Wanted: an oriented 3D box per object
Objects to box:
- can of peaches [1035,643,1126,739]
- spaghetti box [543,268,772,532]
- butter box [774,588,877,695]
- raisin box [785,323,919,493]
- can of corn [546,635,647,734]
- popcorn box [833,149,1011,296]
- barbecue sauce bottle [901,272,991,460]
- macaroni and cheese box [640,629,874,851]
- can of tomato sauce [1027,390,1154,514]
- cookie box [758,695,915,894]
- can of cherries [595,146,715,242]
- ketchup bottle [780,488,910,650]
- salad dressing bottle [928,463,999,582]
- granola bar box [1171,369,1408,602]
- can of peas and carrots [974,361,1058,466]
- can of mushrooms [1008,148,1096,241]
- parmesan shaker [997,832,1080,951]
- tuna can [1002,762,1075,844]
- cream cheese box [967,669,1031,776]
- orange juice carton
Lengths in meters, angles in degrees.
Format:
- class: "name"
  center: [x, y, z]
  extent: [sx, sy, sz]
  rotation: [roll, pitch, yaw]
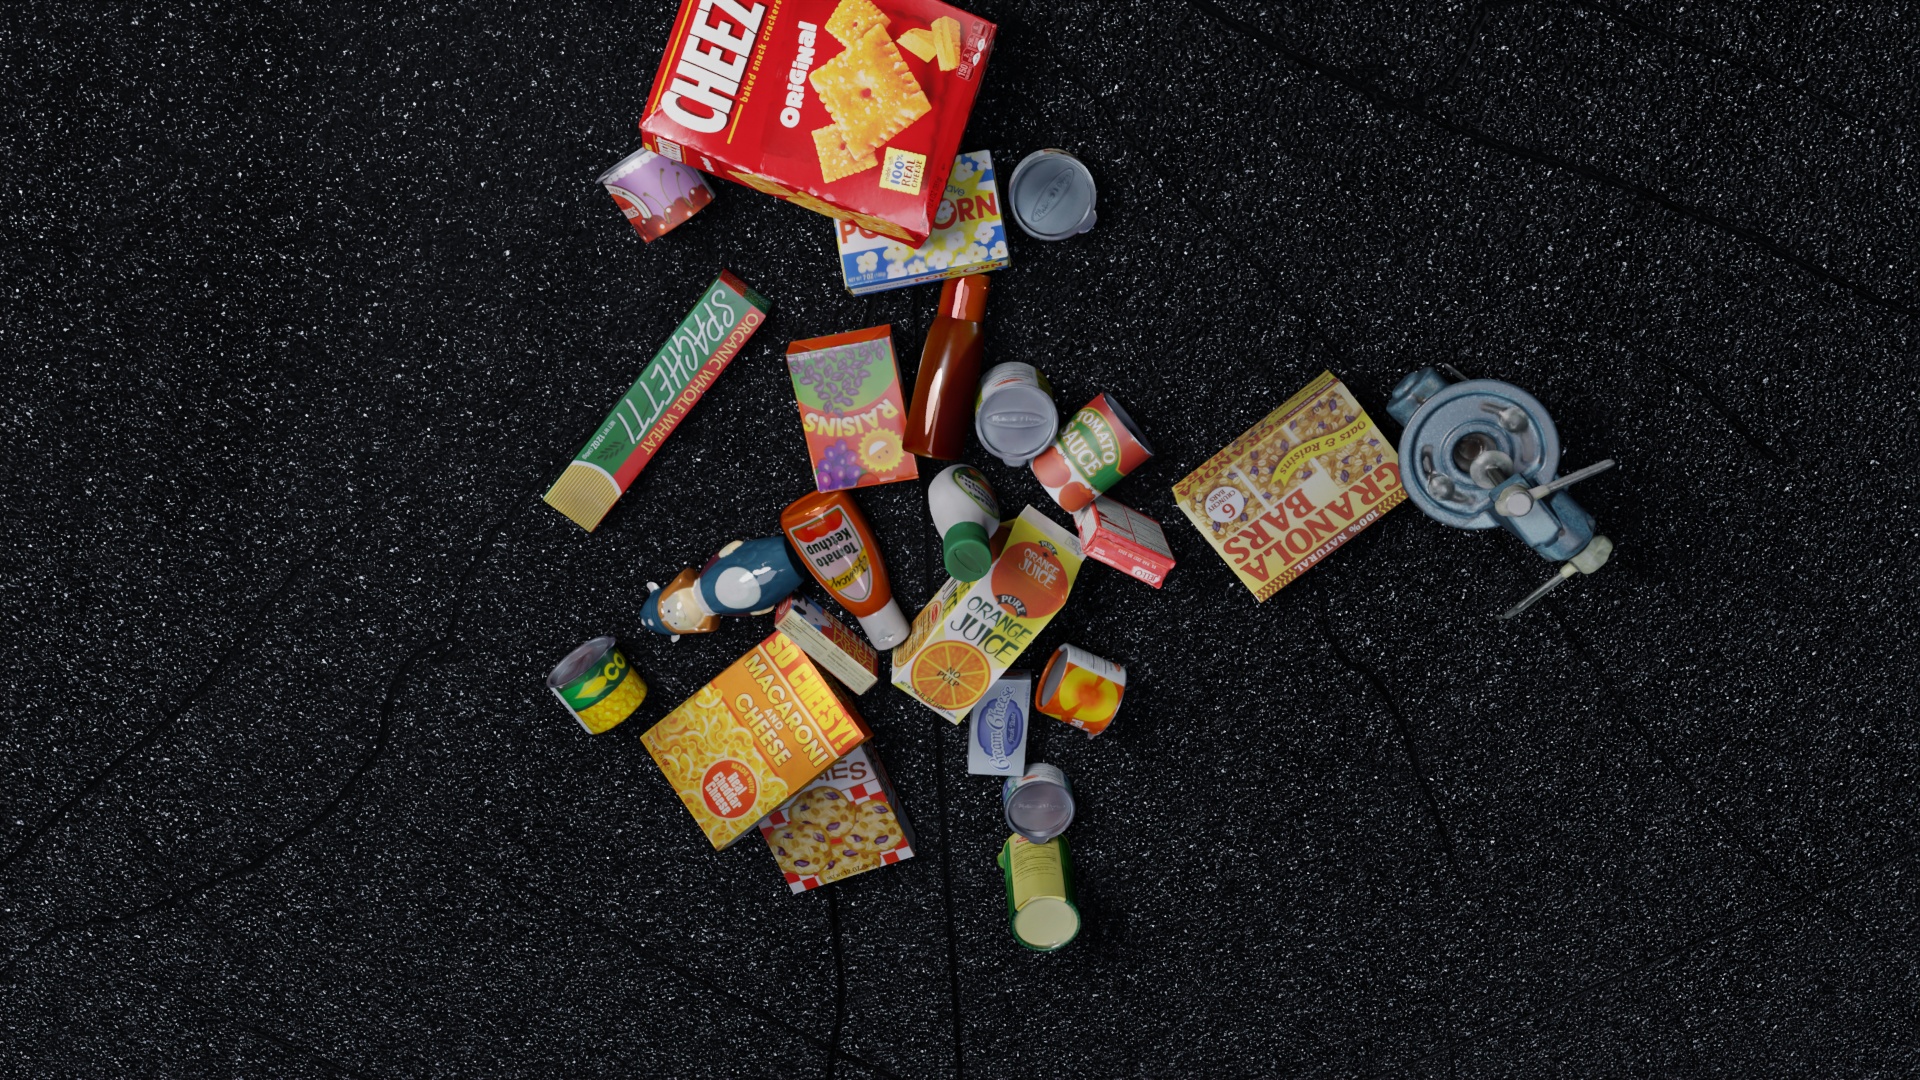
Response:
- class: "can of peaches"
  center: [0.105, 0.133, 1.230]
  extent: [0.058, 0.071, 0.071]
  rotation: [25, 111, -12]
- class: "spaghetti box"
  center: [-0.248, -0.111, 1.130]
  extent: [0.050, 0.029, 0.249]
  rotation: [37, 108, -17]
- class: "butter box"
  center: [-0.116, 0.087, 1.210]
  extent: [0.103, 0.053, 0.024]
  rotation: [41, 104, -18]
- class: "raisin box"
  center: [-0.086, -0.106, 1.132]
  extent: [0.086, 0.040, 0.123]
  rotation: [-10, 115, 2]
- class: "can of corn"
  center: [-0.315, 0.125, 1.215]
  extent: [0.071, 0.071, 0.058]
  rotation: [-28, 113, 11]
- class: "popcorn box"
  center: [-0.031, -0.241, 1.056]
  extent: [0.127, 0.038, 0.085]
  rotation: [-10, 86, 3]
- class: "barbecue sauce bottle"
  center: [-0.008, -0.140, 1.101]
  extent: [0.044, 0.065, 0.148]
  rotation: [16, 100, 22]
- class: "macaroni and cheese box"
  center: [-0.178, 0.171, 1.217]
  extent: [0.166, 0.040, 0.124]
  rotation: [-38, 80, 7]
- class: "can of tomato sauce"
  center: [0.105, -0.072, 1.137]
  extent: [0.083, 0.071, 0.071]
  rotation: [-38, 110, 15]
- class: "cookie box"
  center: [-0.128, 0.236, 1.284]
  extent: [0.123, 0.040, 0.166]
  rotation: [-19, 113, 7]
- class: "can of cherries"
  center: [-0.228, -0.263, 1.041]
  extent: [0.071, 0.072, 0.058]
  rotation: [-29, 113, 11]
- class: "ketchup bottle"
  center: [-0.092, 0.026, 1.189]
  extent: [0.064, 0.044, 0.148]
  rotation: [-25, 113, 9]
- class: "salad dressing bottle"
  center: [0.004, -0.014, 1.116]
  extent: [0.064, 0.148, 0.044]
  rotation: [41, 107, -18]
- class: "granola bar box"
  center: [0.282, -0.044, 1.171]
  extent: [0.165, 0.039, 0.124]
  rotation: [-38, 109, 14]
- class: "can of peas and carrots"
  center: [0.044, -0.103, 1.126]
  extent: [0.071, 0.059, 0.070]
  rotation: [-1, 115, -1]
- class: "can of mushrooms"
  center: [0.072, -0.265, 1.068]
  extent: [0.071, 0.033, 0.070]
  rotation: [-1, 114, -2]
- class: "parmesan shaker"
  center: [0.072, 0.325, 1.295]
  extent: [0.071, 0.103, 0.071]
  rotation: [-1, 115, -1]
- class: "tuna can"
  center: [0.073, 0.245, 1.298]
  extent: [0.071, 0.033, 0.070]
  rotation: [-1, 114, -1]
- class: "cream cheese box"
  center: [0.035, 0.165, 1.266]
  extent: [0.053, 0.024, 0.103]
  rotation: [2, 114, -1]
- class: "orange juice carton"
  center: [0.026, 0.058, 1.191]
  extent: [0.072, 0.073, 0.192]
  rotation: [35, 108, -16]
